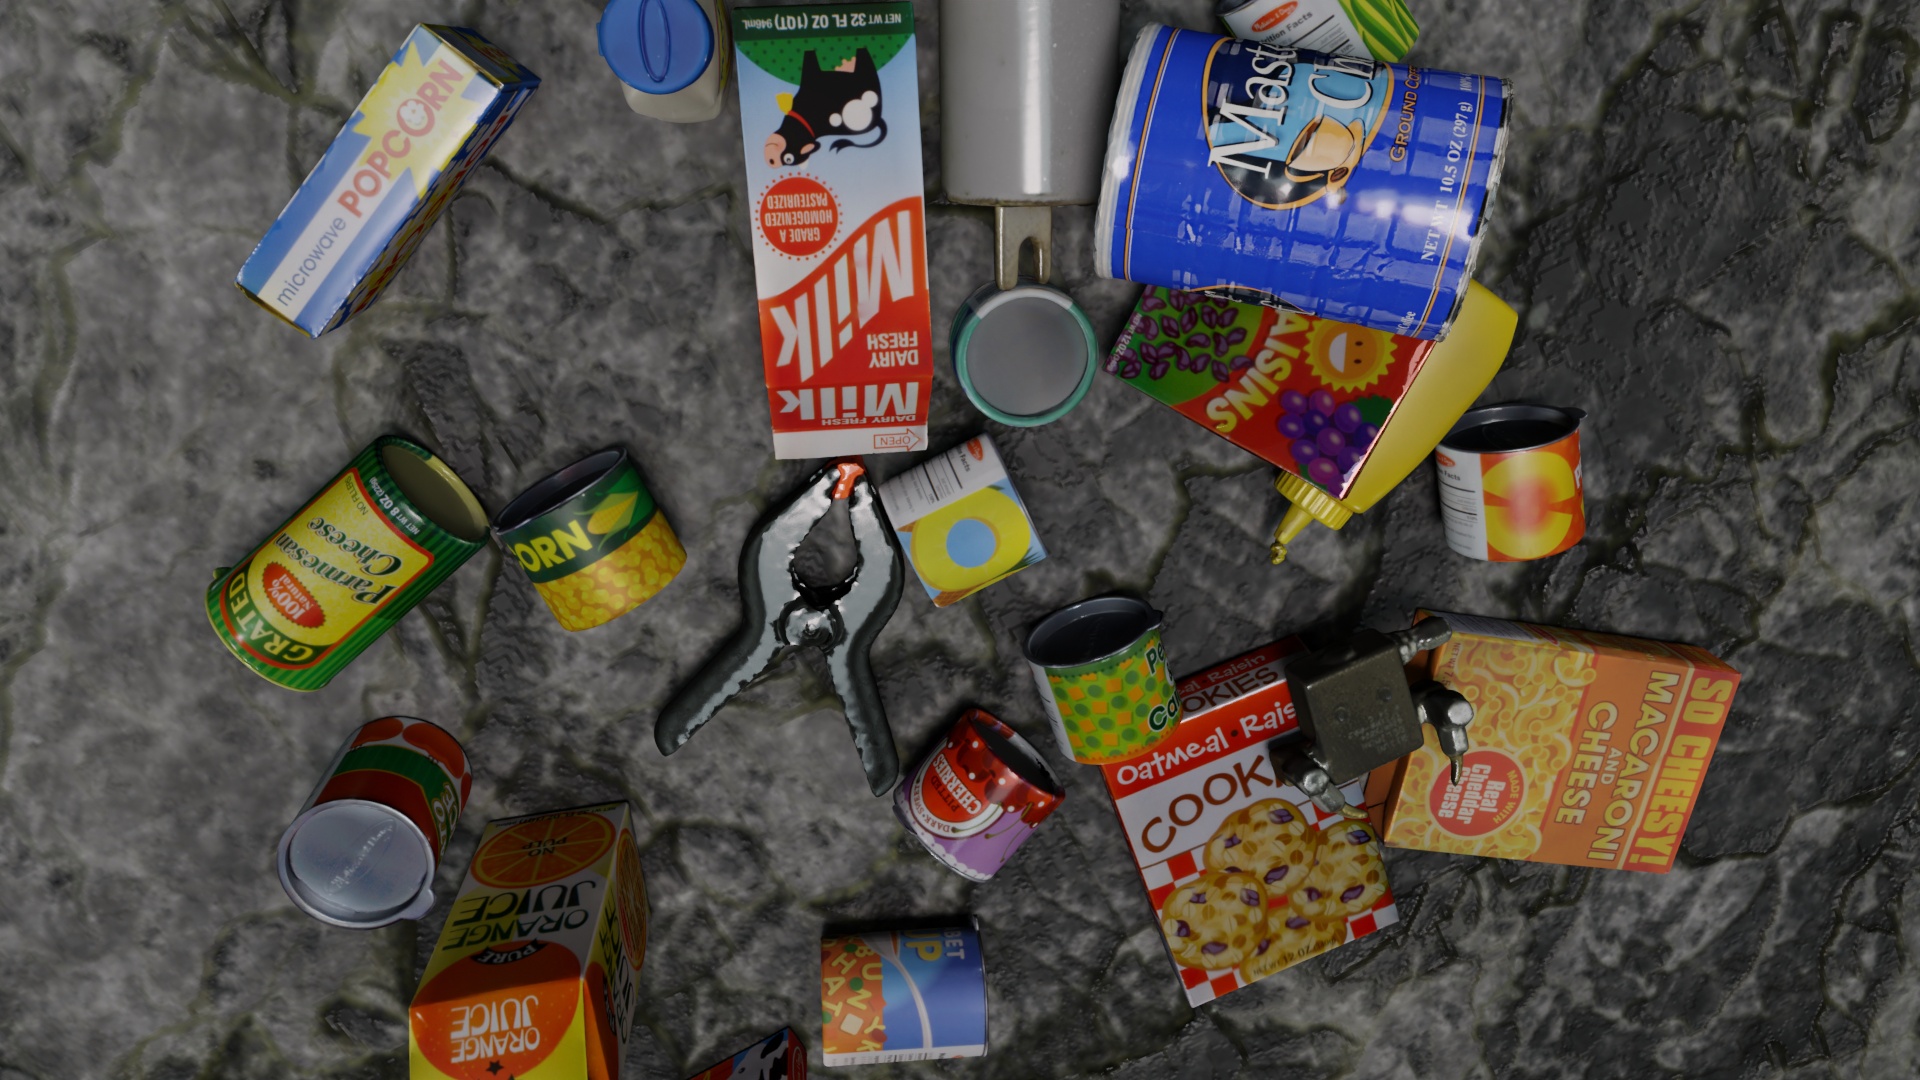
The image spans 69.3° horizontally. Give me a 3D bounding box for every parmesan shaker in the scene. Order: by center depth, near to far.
[{"bbox_3d":[-0.272,0.007,0.616,0.103,0.071,0.071,-40,109,7],"label":"parmesan shaker"}]

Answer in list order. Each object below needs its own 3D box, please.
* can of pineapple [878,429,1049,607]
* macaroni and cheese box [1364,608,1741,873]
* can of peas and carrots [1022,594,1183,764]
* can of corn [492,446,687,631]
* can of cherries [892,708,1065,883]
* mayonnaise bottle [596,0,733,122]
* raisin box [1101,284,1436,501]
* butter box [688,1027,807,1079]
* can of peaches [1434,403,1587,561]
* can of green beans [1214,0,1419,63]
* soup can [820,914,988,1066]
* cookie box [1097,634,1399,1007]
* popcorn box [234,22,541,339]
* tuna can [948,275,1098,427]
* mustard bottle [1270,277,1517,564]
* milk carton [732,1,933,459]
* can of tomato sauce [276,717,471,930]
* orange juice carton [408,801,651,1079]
[{"bbox_3d":[0.002,-0.008,0.646,0.058,0.071,0.071,-26,110,2],"label":"can of pineapple"},{"bbox_3d":[0.311,0.108,0.740,0.167,0.040,0.123,8,107,-9],"label":"macaroni and cheese box"},{"bbox_3d":[0.073,0.067,0.680,0.071,0.071,0.058,-20,111,0],"label":"can of peas and carrots"},{"bbox_3d":[-0.167,0.001,0.625,0.071,0.071,0.058,-27,111,2],"label":"can of corn"},{"bbox_3d":[0.009,0.125,0.690,0.071,0.072,0.058,39,100,-18],"label":"can of cherries"},{"bbox_3d":[-0.109,-0.189,0.526,0.041,0.148,0.064,-3,110,-6],"label":"mayonnaise bottle"},{"bbox_3d":[0.139,-0.084,0.626,0.123,0.040,0.086,31,103,13],"label":"raisin box"},{"bbox_3d":[-0.131,0.307,0.742,0.103,0.053,0.024,-28,108,3],"label":"butter box"},{"bbox_3d":[0.268,-0.029,0.673,0.071,0.071,0.058,-13,110,-3],"label":"can of peaches"},{"bbox_3d":[0.152,-0.222,0.593,0.071,0.071,0.057,-38,110,6],"label":"can of green beans"},{"bbox_3d":[-0.031,0.234,0.725,0.084,0.071,0.071,-1,109,-6],"label":"soup can"},{"bbox_3d":[0.149,0.148,0.732,0.123,0.040,0.167,-22,110,-2],"label":"cookie box"},{"bbox_3d":[-0.228,-0.146,0.559,0.038,0.085,0.126,38,100,-17],"label":"popcorn box"},{"bbox_3d":[0.029,-0.085,0.641,0.071,0.033,0.070,-2,108,-7],"label":"tuna can"},{"bbox_3d":[0.194,-0.056,0.664,0.065,0.049,0.160,33,103,-12],"label":"mustard bottle"},{"bbox_3d":[-0.053,-0.128,0.594,0.072,0.074,0.189,-4,109,-6],"label":"milk carton"},{"bbox_3d":[-0.268,0.130,0.648,0.071,0.083,0.071,-2,109,-7],"label":"can of tomato sauce"},{"bbox_3d":[-0.189,0.199,0.623,0.072,0.193,0.072,-8,109,-3],"label":"orange juice carton"}]
